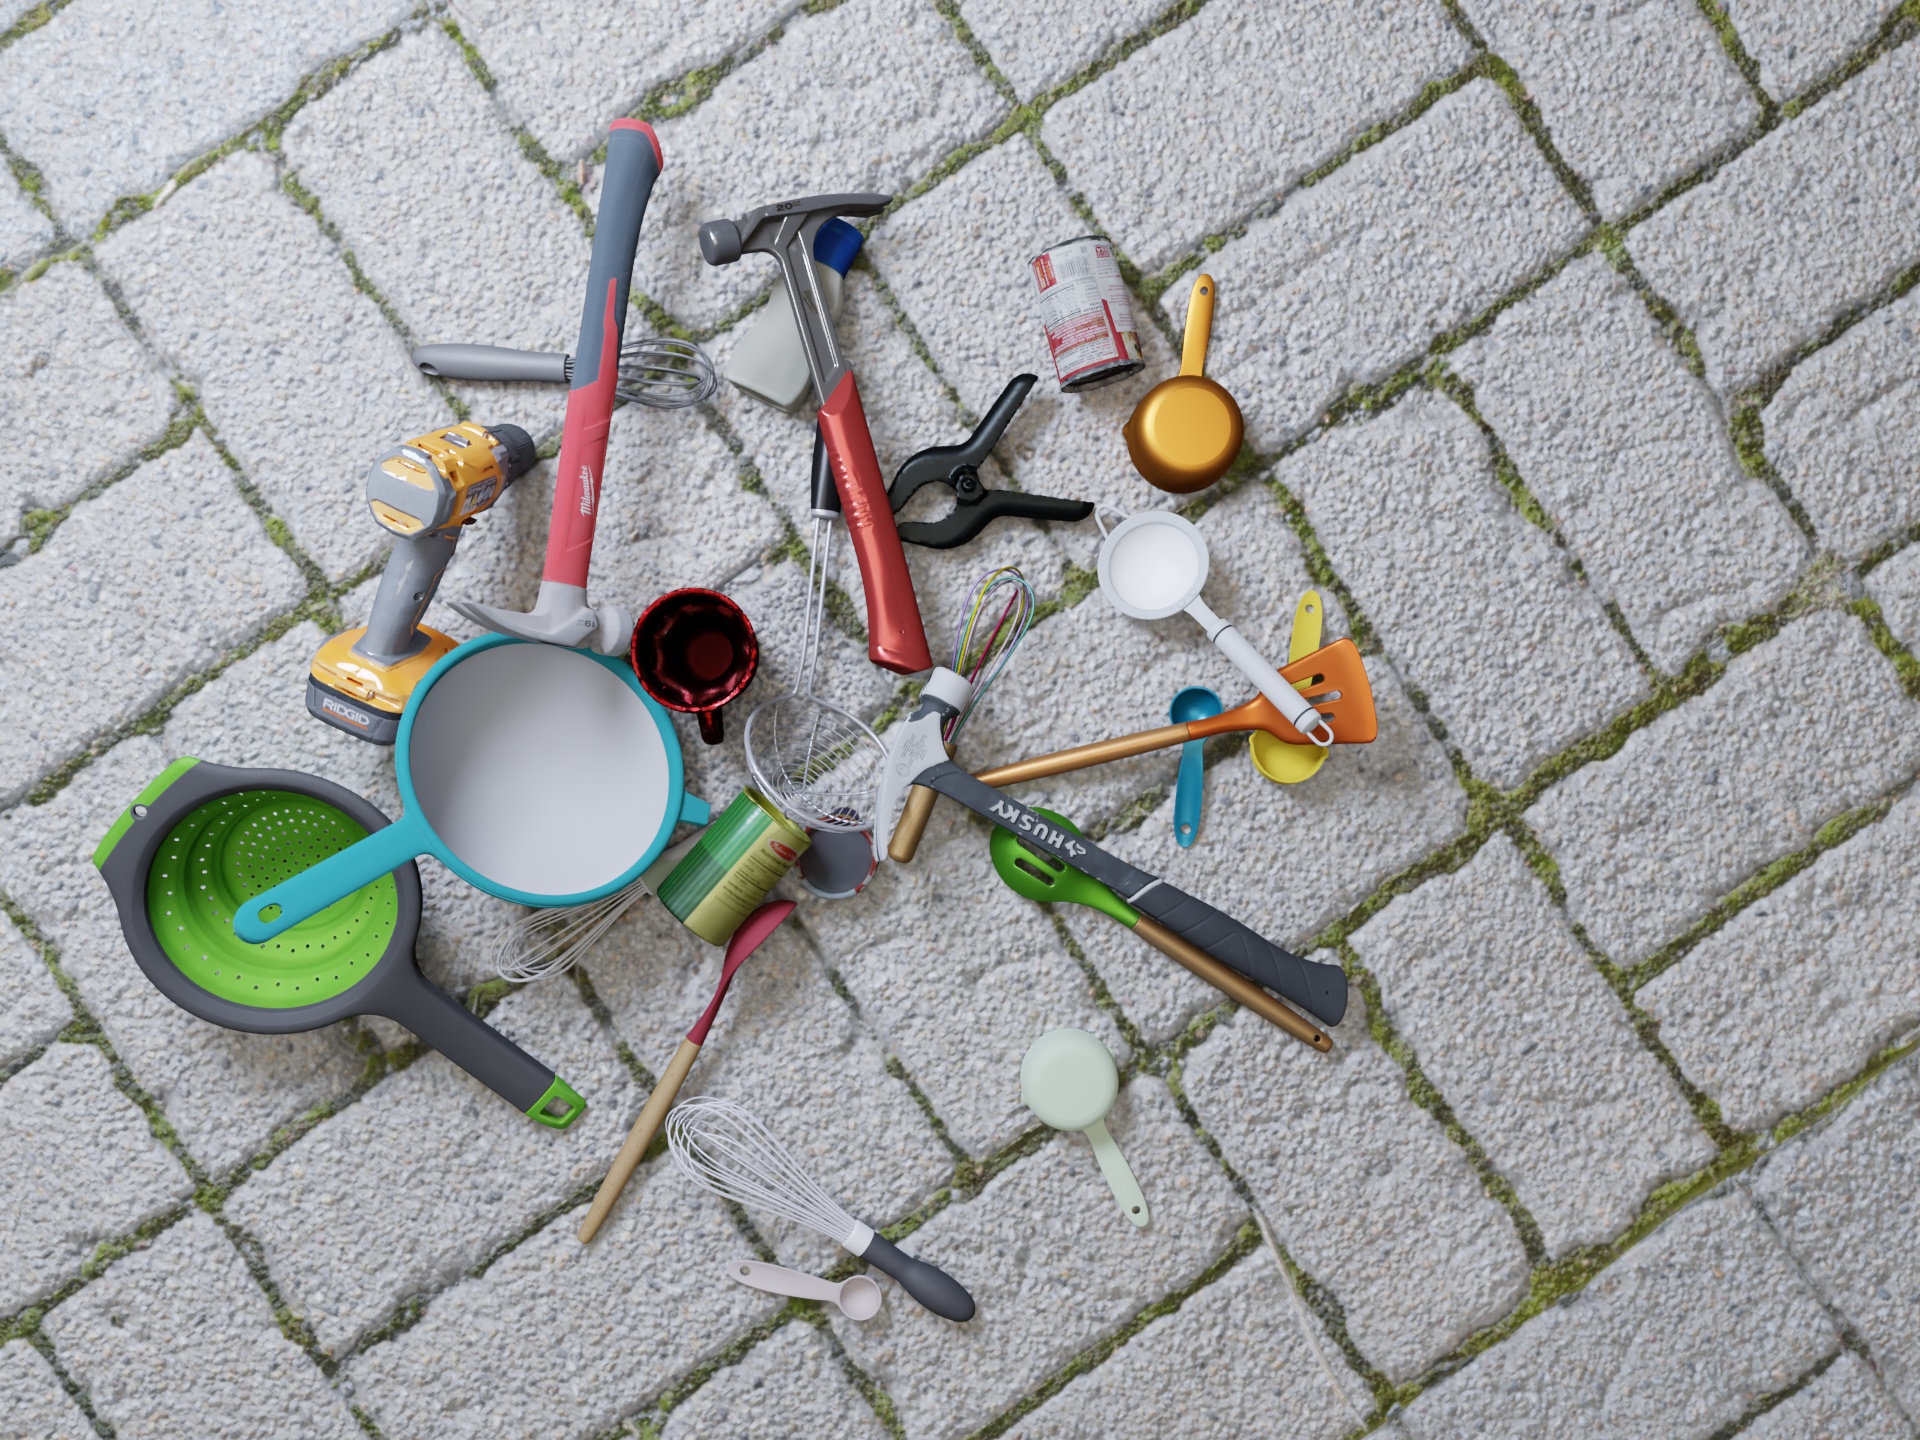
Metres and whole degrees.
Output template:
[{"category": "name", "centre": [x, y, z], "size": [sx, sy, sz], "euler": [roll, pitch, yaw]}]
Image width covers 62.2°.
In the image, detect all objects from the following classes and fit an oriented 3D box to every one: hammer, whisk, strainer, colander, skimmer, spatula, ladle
[{"category": "hammer", "centre": [-0.275, -0.247, 1.142], "size": [0.038, 0.143, 0.386], "euler": [5, 86, 38]}, {"category": "whisk", "centre": [0.000, -0.003, 1.231], "size": [0.051, 0.047, 0.245], "euler": [23, 94, 11]}, {"category": "whisk", "centre": [-0.250, 0.128, 1.222], "size": [0.246, 0.058, 0.059], "euler": [-32, 127, -5]}, {"category": "hammer", "centre": [-0.075, -0.211, 1.186], "size": [0.149, 0.037, 0.359], "euler": [-17, 92, -21]}, {"category": "hammer", "centre": [0.121, 0.123, 1.201], "size": [0.409, 0.036, 0.149], "euler": [30, 78, -9]}, {"category": "strainer", "centre": [0.190, -0.071, 1.198], "size": [0.087, 0.050, 0.259], "euler": [-43, 64, 5]}, {"category": "colander", "centre": [-0.444, 0.173, 1.205], "size": [0.396, 0.095, 0.204], "euler": [42, 94, -18]}, {"category": "whisk", "centre": [-0.105, 0.378, 1.219], "size": [0.284, 0.070, 0.070], "euler": [35, 89, -6]}, {"category": "skimmer", "centre": [-0.093, -0.098, 1.203], "size": [0.127, 0.090, 0.363], "euler": [7, 86, -34]}, {"category": "spatula", "centre": [0.150, 0.014, 1.214], "size": [0.322, 0.041, 0.081], "euler": [-14, 89, 7]}, {"category": "whisk", "centre": [-0.305, -0.272, 1.223], "size": [0.239, 0.055, 0.055], "euler": [4, 90, 2]}, {"category": "ladle", "centre": [-0.215, 0.268, 1.221], "size": [0.031, 0.069, 0.315], "euler": [30, 95, 1]}, {"category": "strainer", "centre": [-0.362, 0.072, 1.141], "size": [0.340, 0.095, 0.211], "euler": [-33, 91, -36]}]

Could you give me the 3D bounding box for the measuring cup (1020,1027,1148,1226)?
[{"category": "measuring cup", "centre": [0.105, 0.319, 1.229], "size": [0.083, 0.038, 0.167], "euler": [-27, 88, -1]}]

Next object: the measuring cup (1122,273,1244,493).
[{"category": "measuring cup", "centre": [0.181, -0.264, 1.227], "size": [0.095, 0.052, 0.173], "euler": [8, 92, -1]}]

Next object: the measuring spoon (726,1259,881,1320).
[{"category": "measuring spoon", "centre": [-0.121, 0.438, 1.240], "size": [0.124, 0.018, 0.034], "euler": [11, 90, 6]}]

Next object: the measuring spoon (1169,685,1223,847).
[{"category": "measuring spoon", "centre": [0.180, 0.035, 1.248], "size": [0.042, 0.021, 0.128], "euler": [5, 99, 4]}]

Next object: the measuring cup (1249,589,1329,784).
[{"category": "measuring cup", "centre": [0.263, -0.025, 1.247], "size": [0.062, 0.029, 0.156], "euler": [11, 78, 4]}]

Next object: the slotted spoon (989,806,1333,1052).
[{"category": "slotted spoon", "centre": [0.159, 0.168, 1.239], "size": [0.313, 0.031, 0.070], "euler": [34, 86, -2]}]

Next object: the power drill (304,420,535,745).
[{"category": "power drill", "centre": [-0.388, -0.114, 1.171], "size": [0.084, 0.185, 0.226], "euler": [25, 112, 0]}]
